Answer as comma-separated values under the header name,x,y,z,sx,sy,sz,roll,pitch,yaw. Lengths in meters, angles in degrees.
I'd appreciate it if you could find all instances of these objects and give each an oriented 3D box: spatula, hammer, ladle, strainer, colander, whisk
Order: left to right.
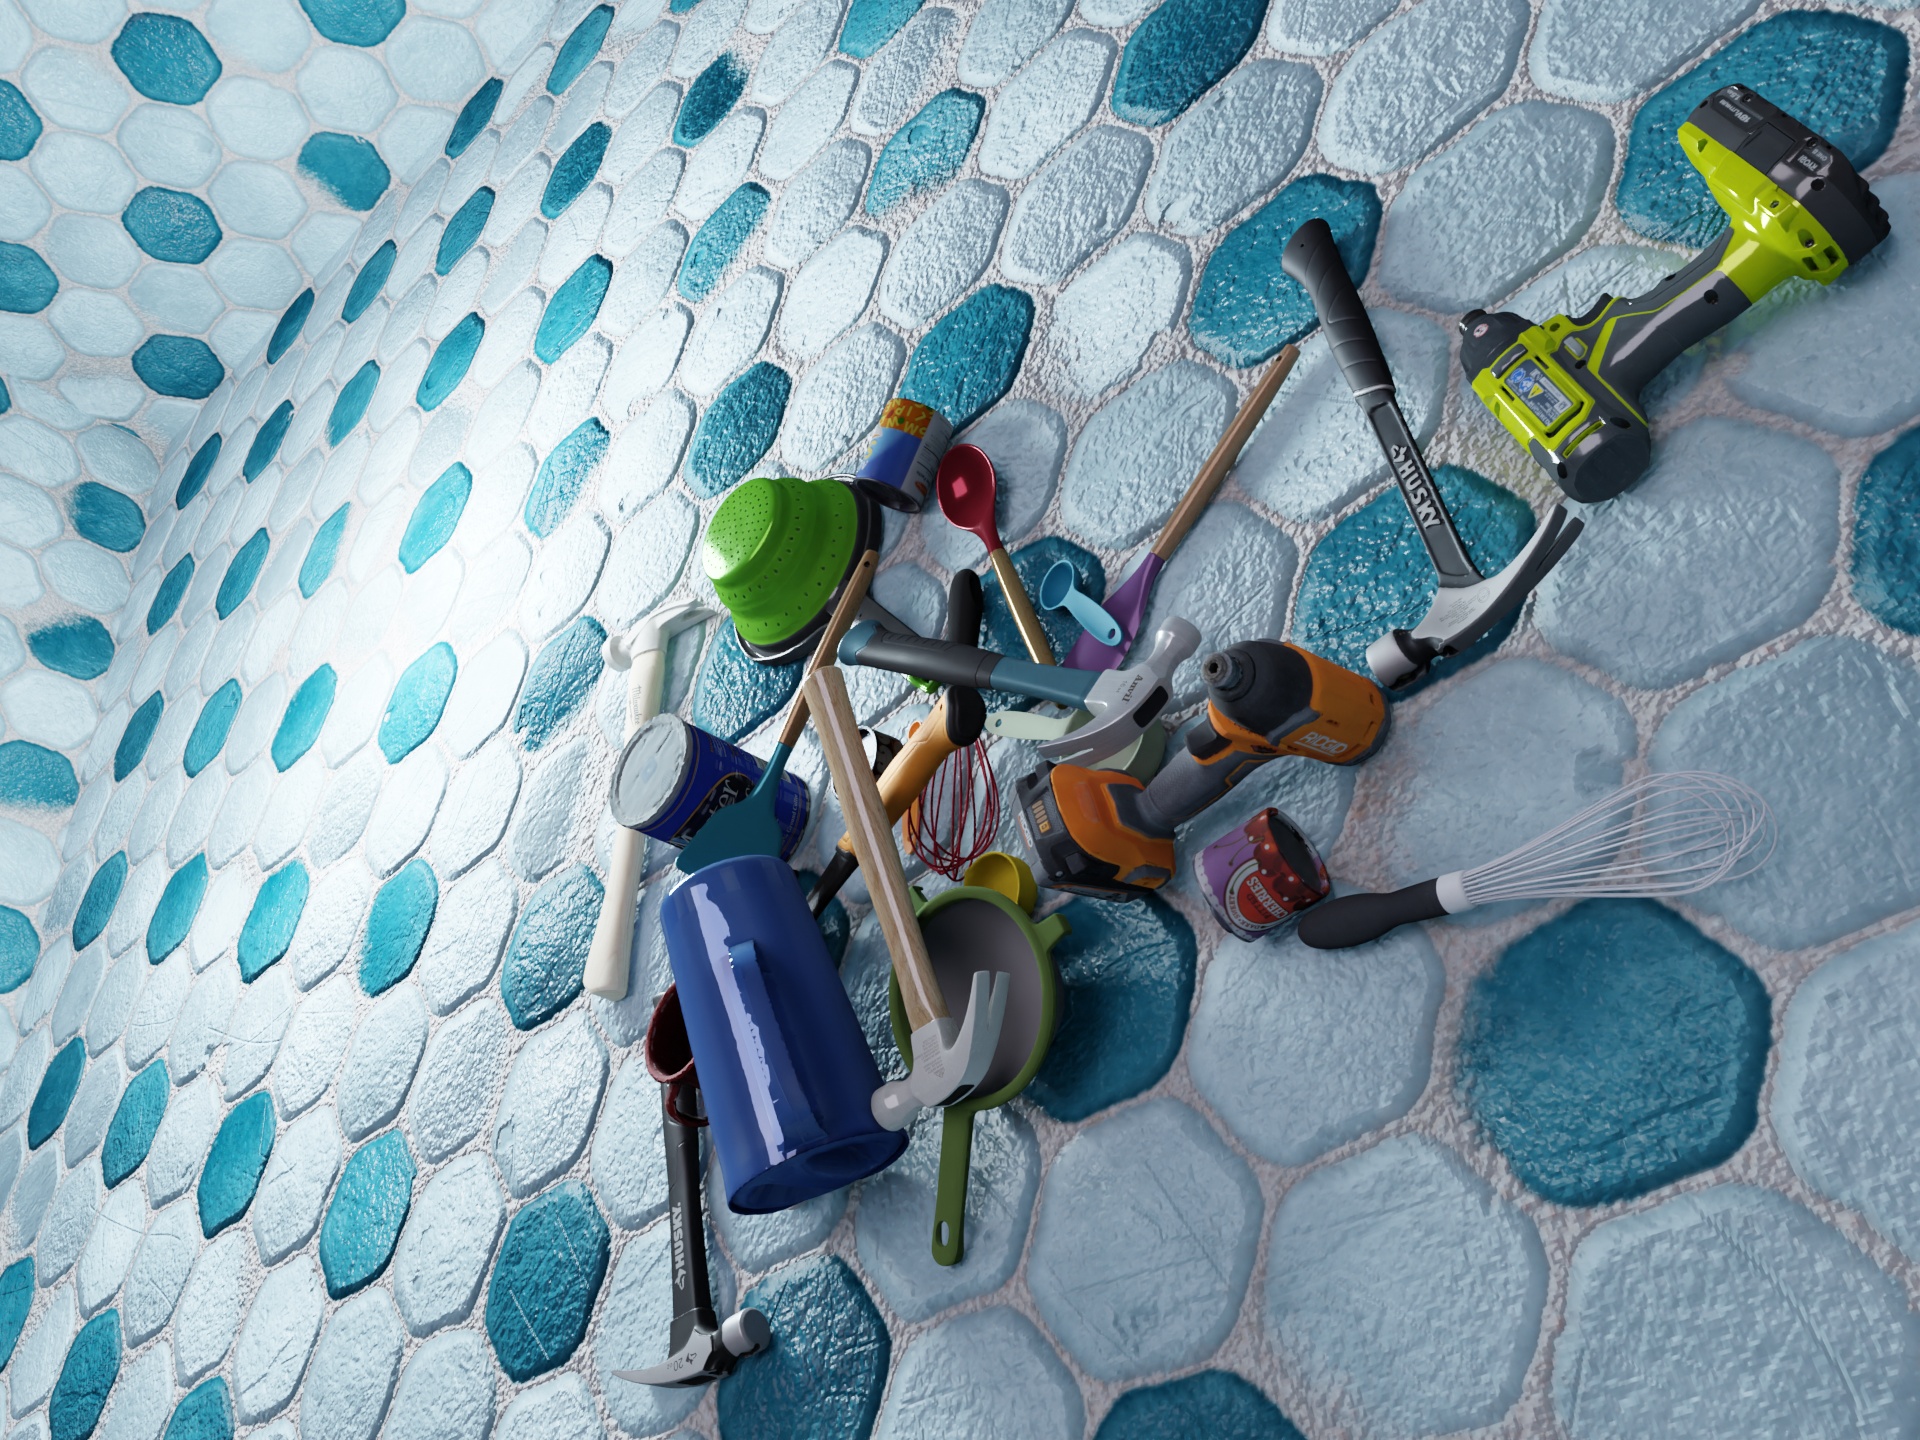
name,x,y,z,sx,sy,sz,roll,pitch,yaw
hammer,-0.312,0.071,1.552,0.146,0.038,0.411,-23,53,34
hammer,-0.228,0.368,1.288,0.146,0.035,0.335,-36,46,26
spatula,-0.134,-0.004,1.323,0.044,0.082,0.317,107,-174,-78
colander,-0.136,-0.128,1.440,0.204,0.094,0.397,-56,40,5
hammer,-0.073,0.081,1.216,0.336,0.034,0.127,-52,36,40
hammer,-0.052,0.106,1.114,0.130,0.031,0.332,-37,59,34
whisk,-0.002,-0.004,1.257,0.073,0.073,0.296,-25,46,35
strainer,0.019,0.243,1.096,0.151,0.069,0.256,5,88,44
hammer,0.023,-0.038,1.198,0.331,0.033,0.128,13,63,47
ladle,0.038,-0.120,1.300,0.069,0.031,0.316,-53,38,31
spatula,0.164,-0.144,1.196,0.316,0.018,0.060,-57,35,5
hammer,0.292,-0.214,1.085,0.149,0.036,0.409,-39,43,32
whisk,0.305,0.087,0.885,0.284,0.070,0.070,-24,52,41

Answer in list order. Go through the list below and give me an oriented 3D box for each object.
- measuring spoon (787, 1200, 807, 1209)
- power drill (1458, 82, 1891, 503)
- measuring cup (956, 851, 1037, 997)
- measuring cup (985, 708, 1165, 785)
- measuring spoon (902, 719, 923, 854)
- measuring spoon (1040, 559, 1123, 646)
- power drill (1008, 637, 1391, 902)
name,x,y,z,sx,sy,sz,roll,pitch,yaw
measuring spoon,-0.134,0.328,1.234,0.034,0.018,0.124,-48,35,17
power drill,0.415,-0.260,0.961,0.223,0.080,0.171,-44,42,23
measuring cup,0.012,0.171,1.170,0.062,0.029,0.156,32,104,46
measuring cup,0.083,0.014,1.173,0.168,0.038,0.083,9,74,50
measuring spoon,-0.036,0.055,1.296,0.021,0.011,0.117,-27,52,47
measuring spoon,0.099,-0.084,1.217,0.042,0.021,0.129,-60,33,15
power drill,0.141,0.027,1.007,0.226,0.164,0.084,-36,57,29
